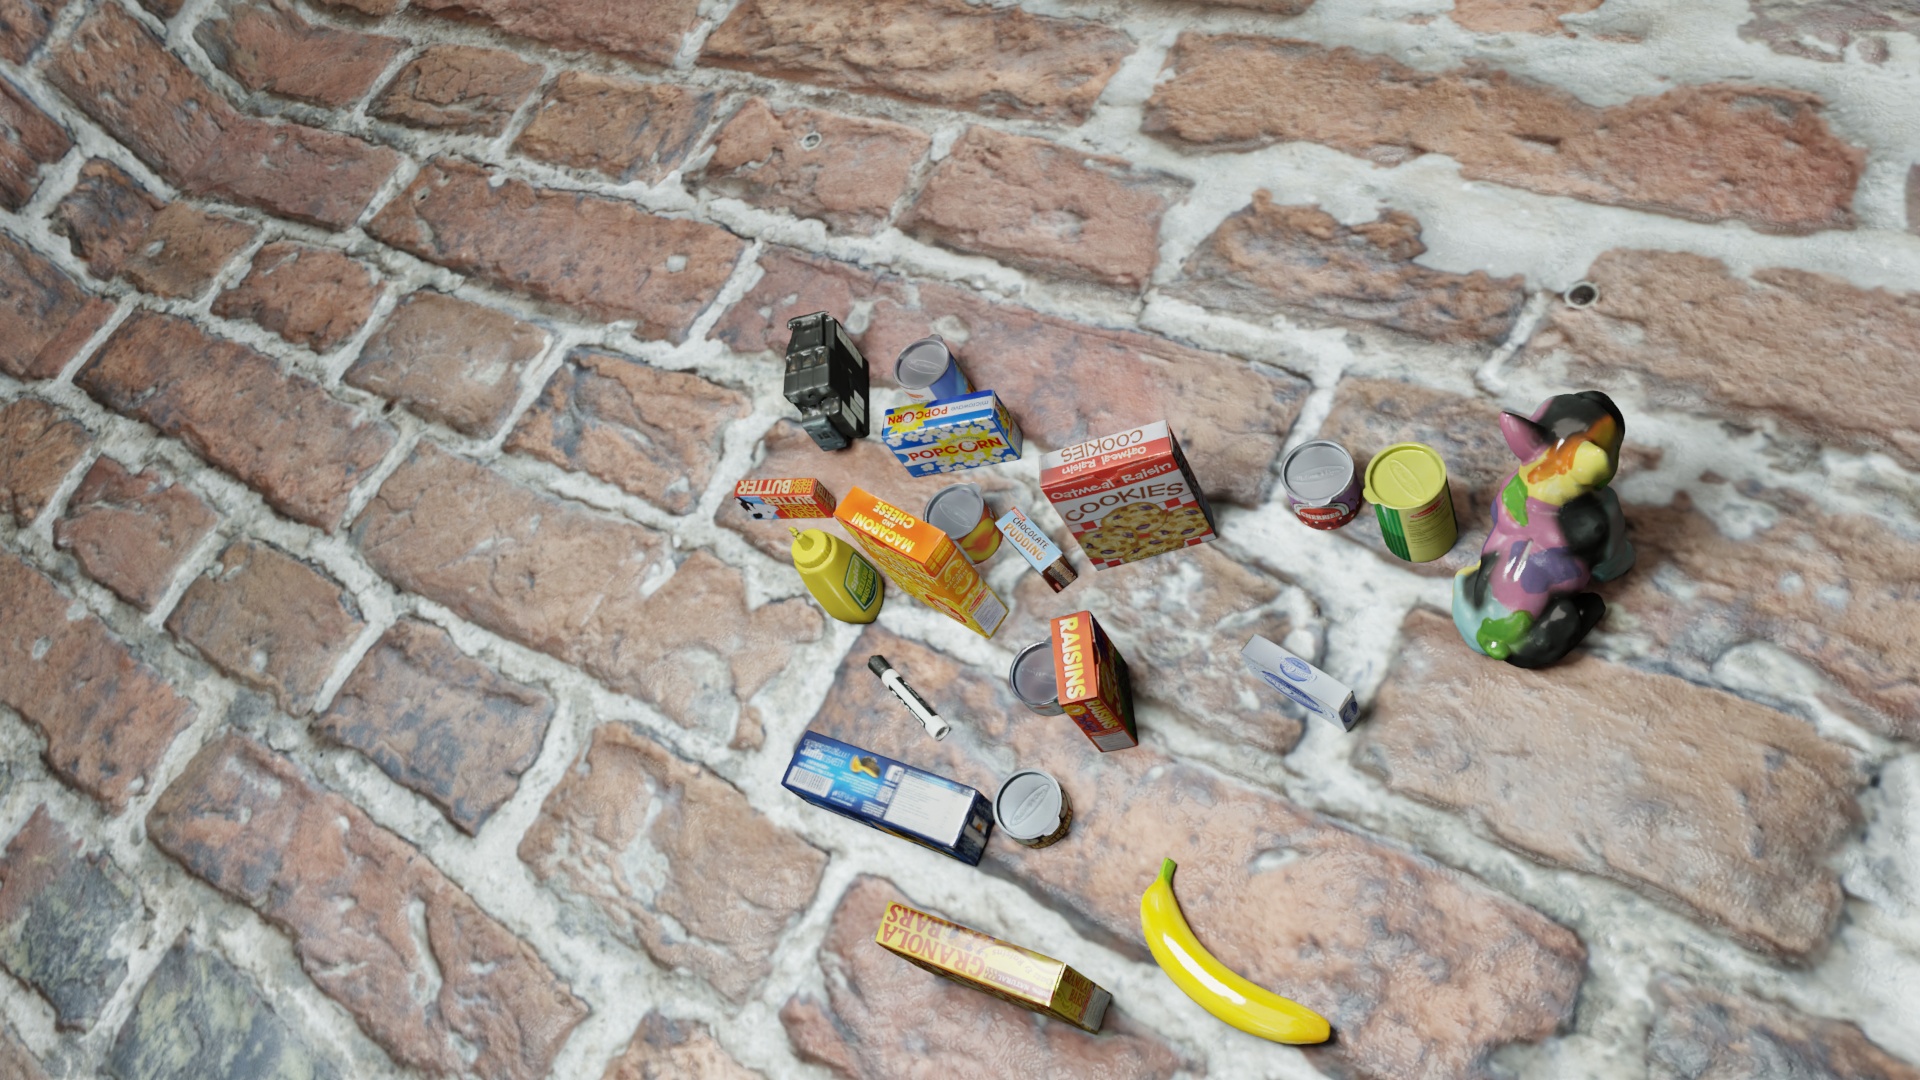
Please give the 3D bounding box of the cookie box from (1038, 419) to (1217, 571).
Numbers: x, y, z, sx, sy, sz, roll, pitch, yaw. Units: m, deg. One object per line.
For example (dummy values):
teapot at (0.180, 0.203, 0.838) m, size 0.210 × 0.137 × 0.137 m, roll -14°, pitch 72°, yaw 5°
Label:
cookie box at (0.157, -0.038, 1.291) m, size 0.123 × 0.167 × 0.040 m, roll -16°, pitch 57°, yaw 17°

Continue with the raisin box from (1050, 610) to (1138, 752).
raisin box at (0.120, 0.127, 1.239) m, size 0.040 × 0.123 × 0.086 m, roll -14°, pitch 57°, yaw 18°

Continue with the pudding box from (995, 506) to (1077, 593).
pudding box at (0.075, 0.008, 1.375) m, size 0.030 × 0.049 × 0.084 m, roll -41°, pitch 53°, yaw -1°

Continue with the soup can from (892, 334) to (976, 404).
soup can at (-0.025, -0.171, 1.506) m, size 0.071 × 0.083 × 0.071 m, roll -12°, pitch 58°, yaw 19°

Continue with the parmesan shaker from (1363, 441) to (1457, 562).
parmesan shaker at (0.393, -0.031, 1.216) m, size 0.071 × 0.102 × 0.071 m, roll -12°, pitch 58°, yaw 19°

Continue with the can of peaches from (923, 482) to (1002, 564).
can of peaches at (0.005, -0.018, 1.418) m, size 0.071 × 0.058 × 0.071 m, roll -12°, pitch 58°, yaw 19°

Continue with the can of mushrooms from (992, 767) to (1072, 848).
can of mushrooms at (0.067, 0.243, 1.252) m, size 0.071 × 0.033 × 0.071 m, roll -11°, pitch 58°, yaw 19°

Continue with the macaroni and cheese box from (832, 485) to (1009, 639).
macaroni and cheese box at (-0.036, 0.023, 1.346) m, size 0.124 × 0.166 × 0.040 m, roll 27°, pitch 76°, yaw 34°

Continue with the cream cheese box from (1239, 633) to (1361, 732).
cream cheese box at (0.295, 0.123, 1.203) m, size 0.104 × 0.053 × 0.024 m, roll 32°, pitch 79°, yaw 35°

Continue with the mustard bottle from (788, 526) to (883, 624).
mustard bottle at (-0.130, 0.029, 1.390) m, size 0.049 × 0.159 × 0.065 m, roll 0°, pitch 62°, yaw 25°

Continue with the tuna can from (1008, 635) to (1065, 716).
tuna can at (0.083, 0.128, 1.312) m, size 0.071 × 0.032 × 0.071 m, roll -11°, pitch 58°, yaw 19°

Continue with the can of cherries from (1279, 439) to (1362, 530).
can of cherries at (0.333, -0.049, 1.282) m, size 0.071 × 0.058 × 0.072 m, roll -12°, pitch 58°, yaw 19°

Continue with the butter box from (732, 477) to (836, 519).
butter box at (-0.193, -0.046, 1.530) m, size 0.103 × 0.053 × 0.024 m, roll -1°, pitch 62°, yaw 25°

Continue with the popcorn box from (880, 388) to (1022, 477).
popcorn box at (-0.008, -0.111, 1.463) m, size 0.126 × 0.085 × 0.038 m, roll -9°, pitch 59°, yaw 21°

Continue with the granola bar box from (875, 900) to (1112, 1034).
granola bar box at (0.028, 0.354, 1.148) m, size 0.165 × 0.124 × 0.039 m, roll 11°, pitch 68°, yaw 30°
